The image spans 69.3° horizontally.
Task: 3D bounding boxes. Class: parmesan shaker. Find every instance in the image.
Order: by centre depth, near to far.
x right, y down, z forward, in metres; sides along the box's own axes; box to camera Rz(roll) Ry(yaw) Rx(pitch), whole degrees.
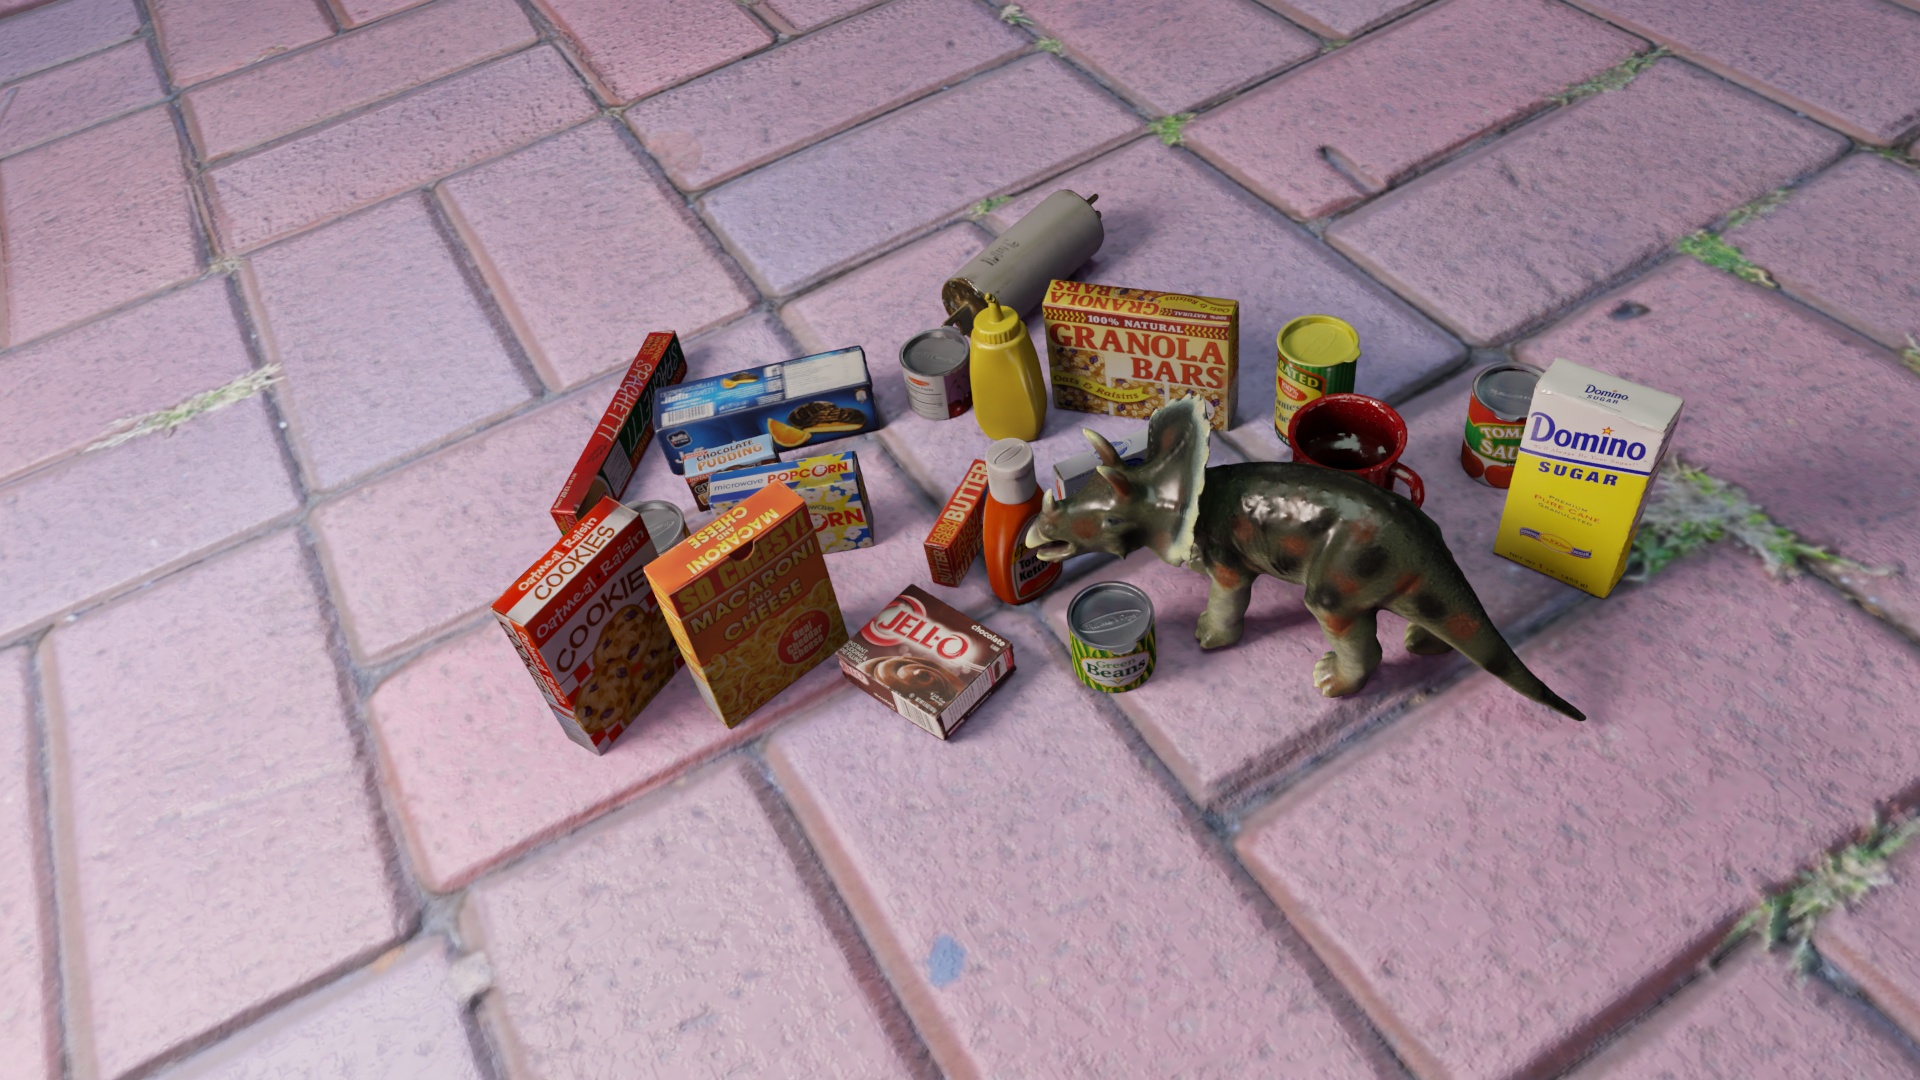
[{"bbox_3d":[0.305,-0.131,1.185,0.071,0.102,0.072,-5,47,6],"label":"parmesan shaker"}]

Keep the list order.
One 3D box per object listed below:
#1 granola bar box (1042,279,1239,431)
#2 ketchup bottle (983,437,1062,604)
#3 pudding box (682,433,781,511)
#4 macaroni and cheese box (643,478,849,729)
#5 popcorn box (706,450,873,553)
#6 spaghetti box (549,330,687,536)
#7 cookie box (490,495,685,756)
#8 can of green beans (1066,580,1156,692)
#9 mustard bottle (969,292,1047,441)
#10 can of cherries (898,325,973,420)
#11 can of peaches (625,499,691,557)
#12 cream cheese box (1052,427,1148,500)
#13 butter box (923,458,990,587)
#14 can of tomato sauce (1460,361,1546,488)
[{"bbox_3d":[0.160,-0.162,1.225,0.165,0.123,0.039,10,51,18],"label":"granola bar box"},{"bbox_3d":[0.045,-0.016,1.096,0.065,0.148,0.043,-36,52,-21],"label":"ketchup bottle"},{"bbox_3d":[-0.203,-0.061,1.248,0.084,0.049,0.030,-15,47,-3],"label":"pudding box"},{"bbox_3d":[-0.157,0.051,1.059,0.124,0.165,0.040,-36,52,-21],"label":"macaroni and cheese box"},{"bbox_3d":[-0.143,-0.026,1.181,0.127,0.084,0.038,-9,47,2],"label":"popcorn box"},{"bbox_3d":[-0.316,-0.100,1.303,0.029,0.050,0.251,4,49,14],"label":"spaghetti box"},{"bbox_3d":[-0.275,0.067,1.064,0.040,0.166,0.123,22,55,27],"label":"cookie box"},{"bbox_3d":[0.116,0.074,1.062,0.071,0.057,0.071,-5,47,6],"label":"can of green beans"},{"bbox_3d":[0.039,-0.156,1.216,0.065,0.159,0.049,4,49,14],"label":"mustard bottle"},{"bbox_3d":[-0.019,-0.156,1.296,0.071,0.058,0.072,-5,47,6],"label":"can of cherries"},{"bbox_3d":[-0.262,0.007,1.191,0.071,0.057,0.071,-5,47,6],"label":"can of peaches"},{"bbox_3d":[0.131,-0.058,1.183,0.104,0.053,0.024,-22,48,-10],"label":"cream cheese box"},{"bbox_3d":[0.004,-0.015,1.166,0.024,0.052,0.104,14,52,22],"label":"butter box"},{"bbox_3d":[0.449,-0.092,1.138,0.071,0.082,0.071,-5,47,6],"label":"can of tomato sauce"}]
